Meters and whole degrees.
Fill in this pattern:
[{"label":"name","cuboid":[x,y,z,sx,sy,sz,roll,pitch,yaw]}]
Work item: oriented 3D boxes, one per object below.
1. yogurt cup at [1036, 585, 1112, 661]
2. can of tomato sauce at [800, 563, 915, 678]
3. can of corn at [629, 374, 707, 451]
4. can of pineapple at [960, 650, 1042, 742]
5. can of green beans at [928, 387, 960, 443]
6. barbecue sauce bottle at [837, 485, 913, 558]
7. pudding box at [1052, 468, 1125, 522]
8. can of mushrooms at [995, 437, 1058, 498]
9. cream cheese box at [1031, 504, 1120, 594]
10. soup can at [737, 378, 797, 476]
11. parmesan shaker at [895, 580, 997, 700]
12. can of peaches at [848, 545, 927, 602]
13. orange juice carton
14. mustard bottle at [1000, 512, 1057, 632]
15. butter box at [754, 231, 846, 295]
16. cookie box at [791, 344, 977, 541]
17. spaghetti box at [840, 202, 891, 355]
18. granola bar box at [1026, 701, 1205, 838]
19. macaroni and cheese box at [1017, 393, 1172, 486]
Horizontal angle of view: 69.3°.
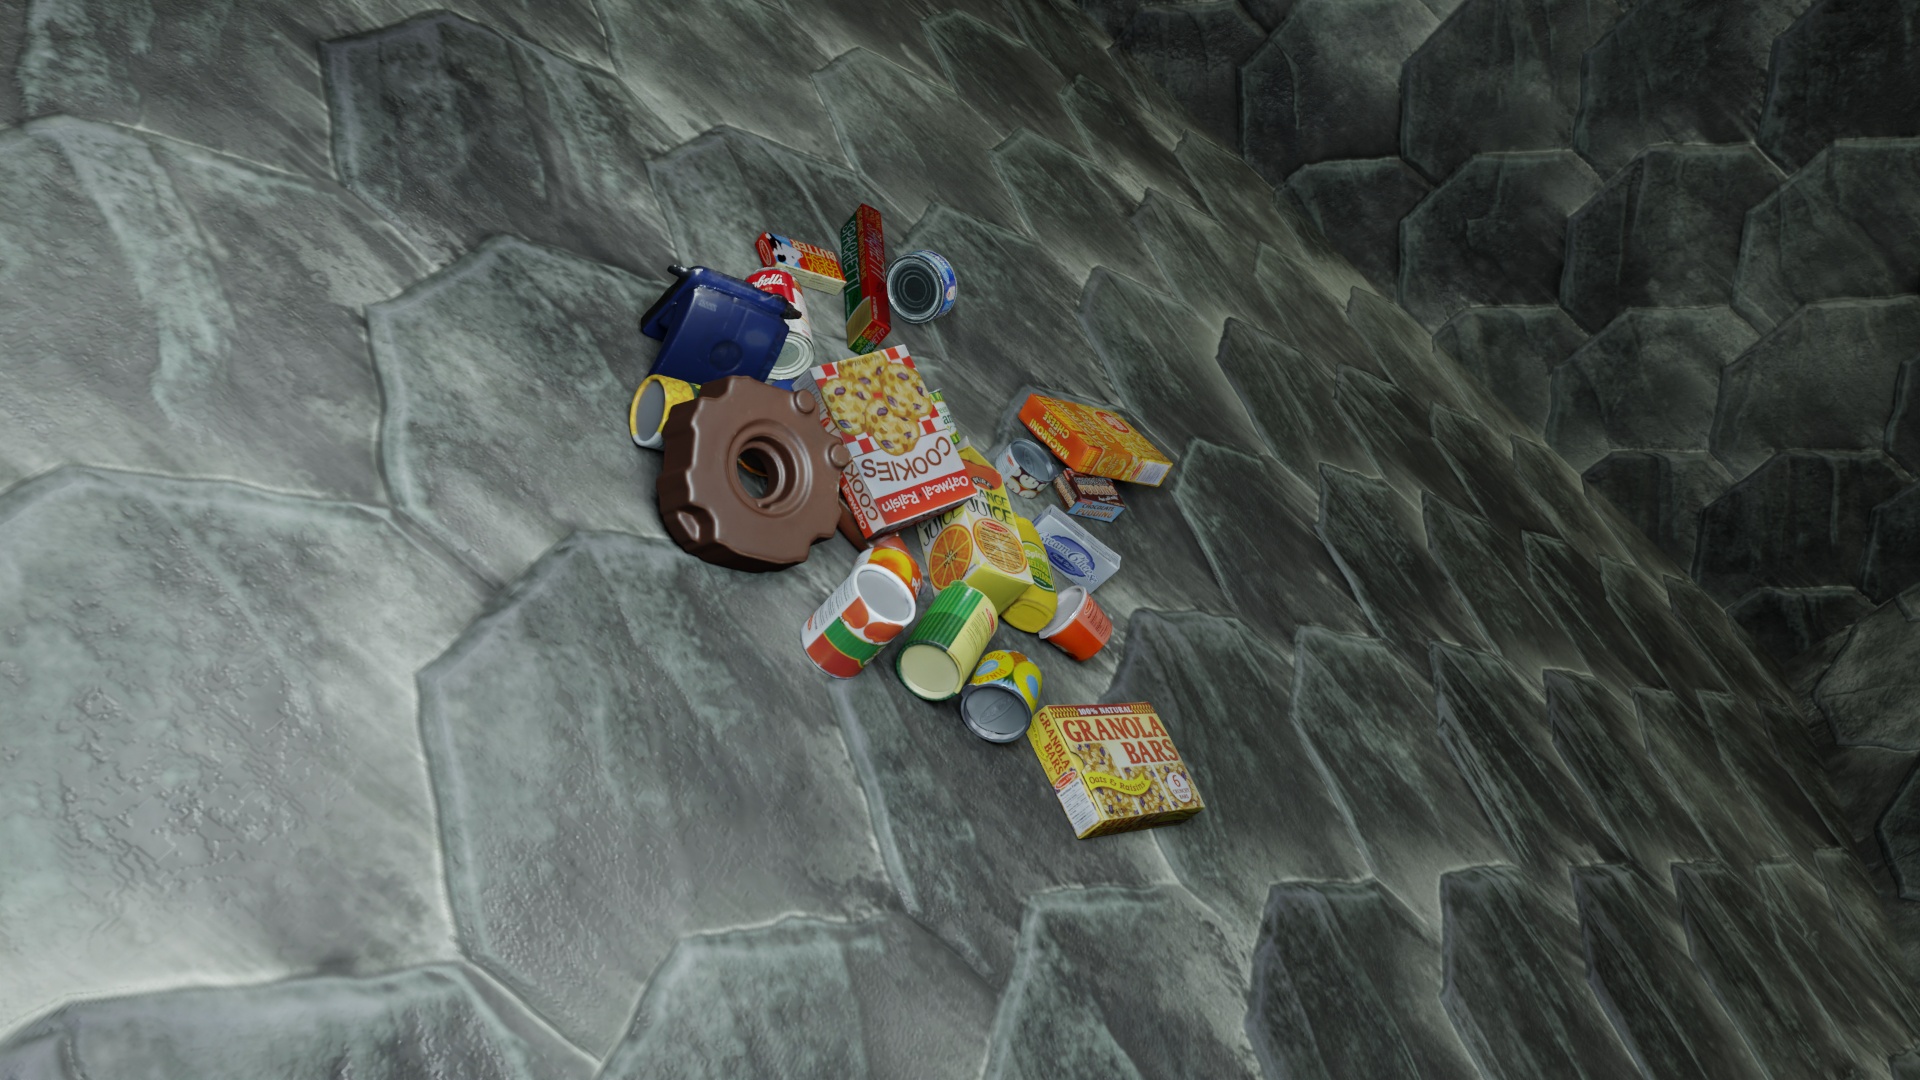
[{"label":"yogurt cup","cuboid":[0.120,0.088,1.440,0.054,0.072,0.073,44,31,-18]},{"label":"can of tomato sauce","cuboid":[-0.087,0.071,1.204,0.071,0.082,0.071,29,35,-23]},{"label":"can of corn","cuboid":[-0.253,-0.113,1.238,0.058,0.071,0.071,12,45,-41]},{"label":"can of pineapple","cuboid":[0.038,0.141,1.280,0.071,0.070,0.058,40,31,-9]},{"label":"can of green beans","cuboid":[-0.040,-0.115,1.420,0.071,0.071,0.058,-26,93,-57]},{"label":"barbecue sauce bottle","cuboid":[-0.092,-0.023,1.342,0.065,0.043,0.149,-16,66,-43]},{"label":"pudding box","cuboid":[0.155,-0.054,1.670,0.084,0.030,0.050,11,44,-42]},{"label":"can of mushrooms","cuboid":[0.077,-0.083,1.611,0.071,0.033,0.071,30,34,-23]},{"label":"cream cheese box","cuboid":[0.122,0.010,1.539,0.104,0.053,0.024,37,34,-12]},{"label":"soup can","cuboid":[-0.172,-0.107,1.323,0.071,0.071,0.084,40,33,-8]},{"label":"parmesan shaker","cuboid":[-0.013,0.091,1.278,0.071,0.071,0.103,43,32,-4]},{"label":"can of peaches","cuboid":[-0.070,0.048,1.263,0.071,0.071,0.058,37,33,-12]},{"label":"orange juice carton","cuboid":[0.005,-0.018,1.420,0.073,0.071,0.193,19,41,-36]},{"label":"mustard bottle","cuboid":[0.063,0.022,1.462,0.065,0.048,0.161,28,36,-30]},{"label":"butter box","cuboid":[-0.183,-0.317,1.592,0.103,0.024,0.053,8,48,-44]},{"label":"cookie box","cuboid":[-0.071,-0.095,1.329,0.123,0.040,0.167,-21,82,-41]},{"label":"spaghetti box","cuboid":[-0.113,-0.312,1.641,0.028,0.050,0.251,26,36,-29]},{"label":"granola bar box","cuboid":[0.151,0.219,1.348,0.166,0.039,0.124,5,49,-46]},{"label":"macaroni and cheese box","cuboid":[0.168,-0.123,1.727,0.167,0.040,0.124,6,32,-45]}]
